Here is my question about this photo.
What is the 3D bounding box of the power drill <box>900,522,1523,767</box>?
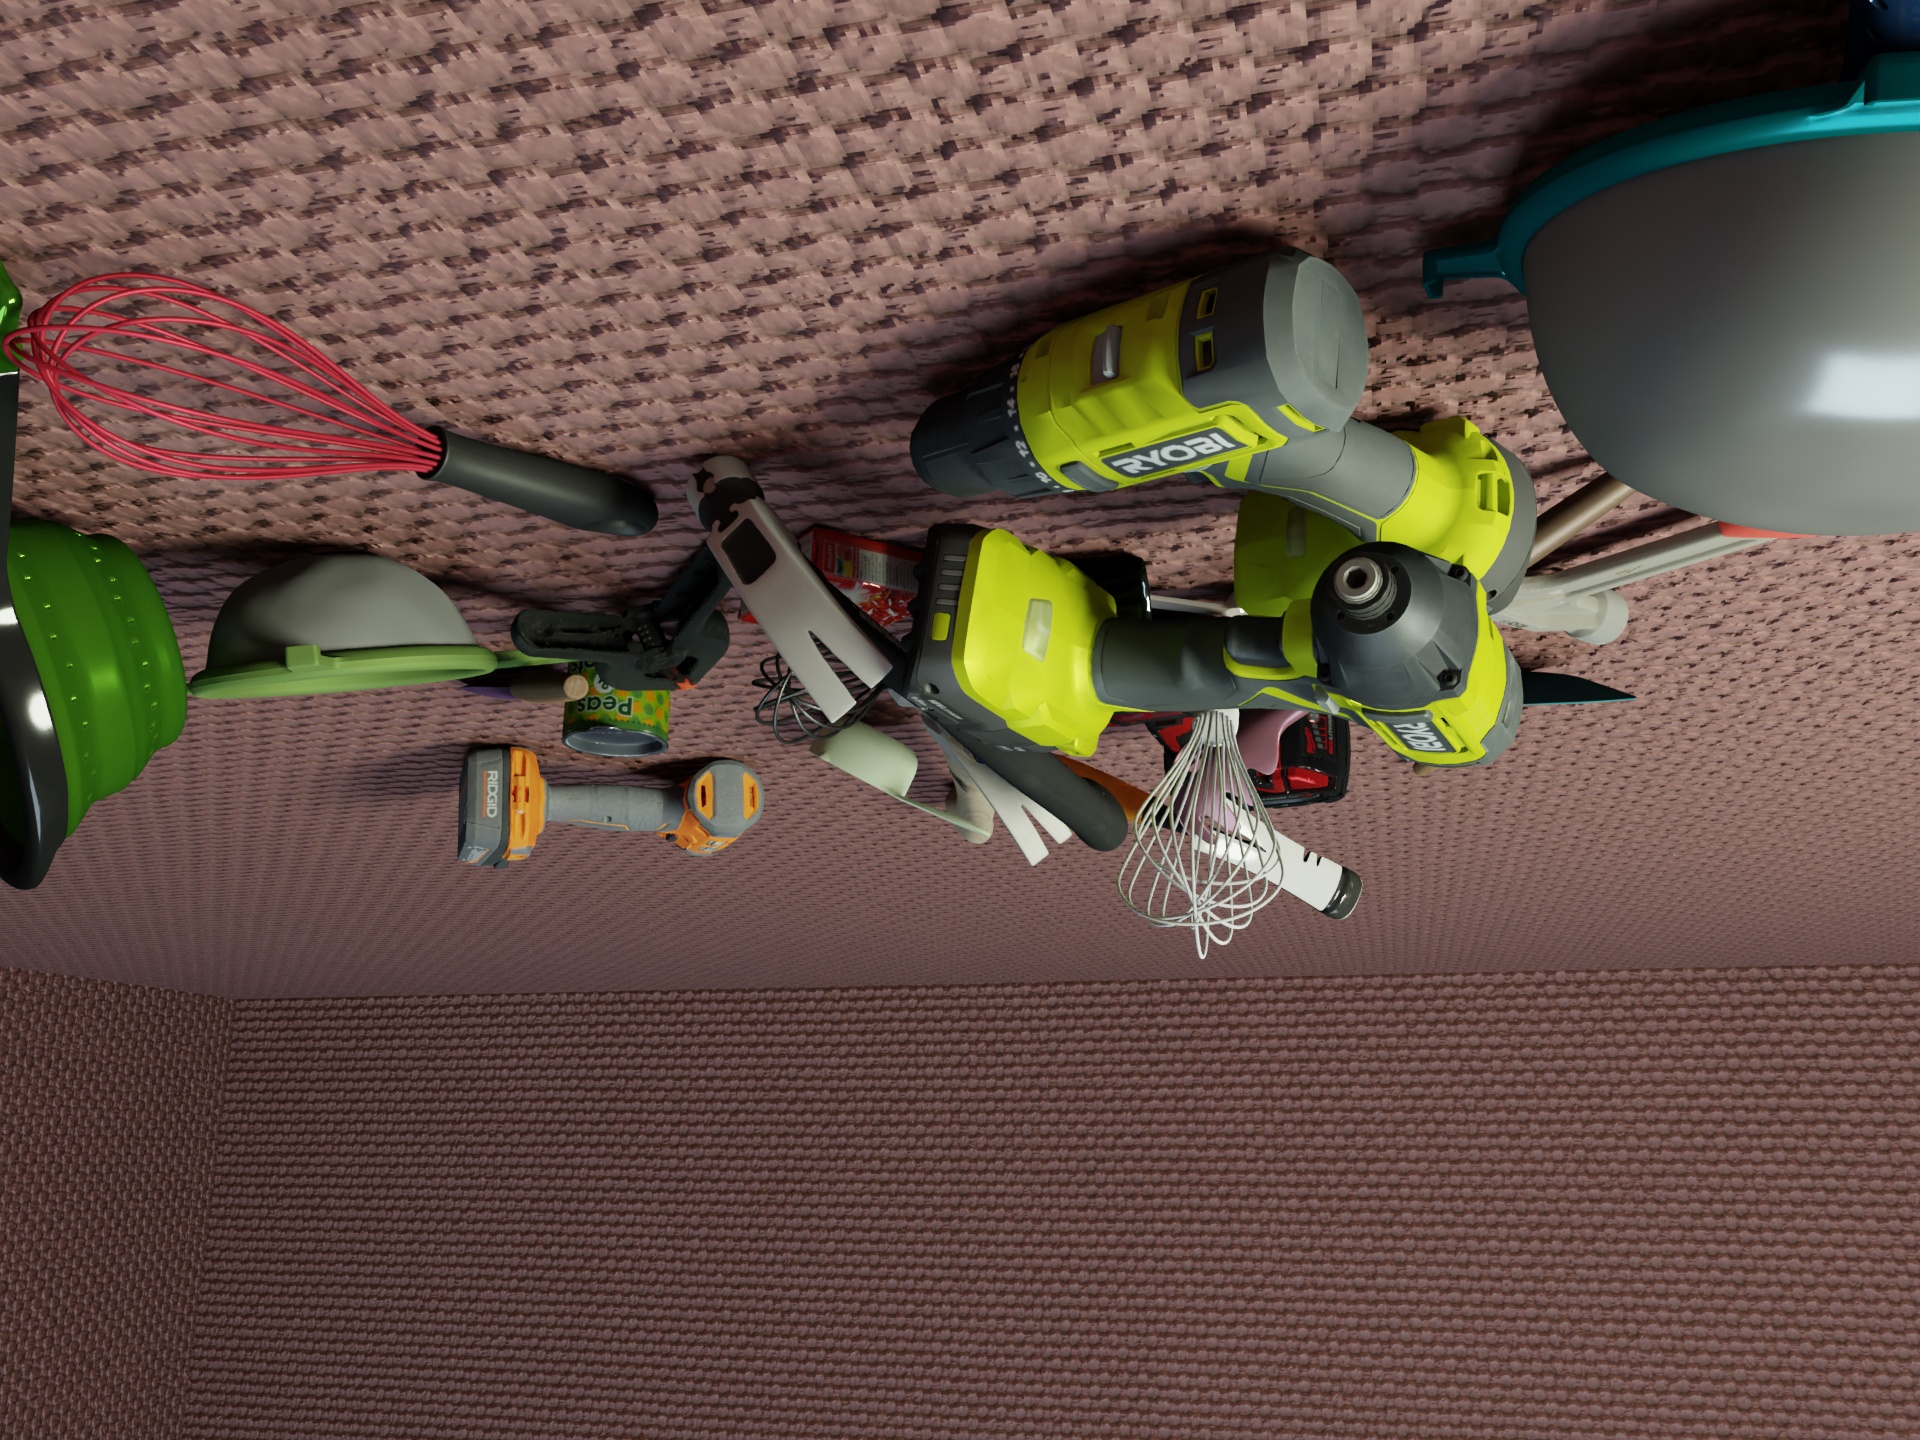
[{"bbox_3d":[0.096,-0.031,0.635,0.223,0.080,0.171,3,167,29],"label":"power drill"}]

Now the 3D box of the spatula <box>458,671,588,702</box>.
[{"bbox_3d":[-0.252,-0.019,0.936,0.059,0.018,0.316,2,180,-23],"label":"spatula"}]

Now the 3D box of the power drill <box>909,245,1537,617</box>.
[{"bbox_3d":[0.111,-0.101,0.650,0.190,0.080,0.228,-8,161,44],"label":"power drill"}]

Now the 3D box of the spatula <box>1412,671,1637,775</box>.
[{"bbox_3d":[0.361,0.008,1.094,0.082,0.044,0.317,-3,166,-1],"label":"spatula"}]

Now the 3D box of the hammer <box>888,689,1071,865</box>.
[{"bbox_3d":[0.016,0.059,1.168,0.038,0.146,0.410,-37,171,-6],"label":"hammer"}]

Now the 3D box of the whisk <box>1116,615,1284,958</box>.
[{"bbox_3d":[0.119,0.015,0.762,0.070,0.070,0.285,-4,-153,14],"label":"whisk"}]

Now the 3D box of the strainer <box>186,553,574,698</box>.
[{"bbox_3d":[-0.288,-0.057,0.868,0.151,0.069,0.256,-6,-178,40],"label":"strainer"}]

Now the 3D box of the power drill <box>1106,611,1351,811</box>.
[{"bbox_3d":[0.161,-0.008,0.990,0.143,0.079,0.219,-9,159,30],"label":"power drill"}]

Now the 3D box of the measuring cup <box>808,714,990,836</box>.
[{"bbox_3d":[-0.035,0.037,1.101,0.168,0.038,0.083,23,174,40],"label":"measuring cup"}]

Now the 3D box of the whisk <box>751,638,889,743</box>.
[{"bbox_3d":[-0.041,-0.025,0.873,0.055,0.055,0.239,-8,-176,26],"label":"whisk"}]

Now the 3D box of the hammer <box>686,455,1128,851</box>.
[{"bbox_3d":[-0.001,-0.003,0.795,0.035,0.146,0.334,-42,140,9],"label":"hammer"}]

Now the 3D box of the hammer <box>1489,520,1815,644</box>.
[{"bbox_3d":[0.391,-0.102,0.712,0.149,0.037,0.359,11,162,-34],"label":"hammer"}]

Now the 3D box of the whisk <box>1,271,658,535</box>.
[{"bbox_3d":[-0.234,-0.115,0.651,0.073,0.073,0.295,-10,168,33],"label":"whisk"}]

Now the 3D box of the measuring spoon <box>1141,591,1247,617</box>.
[{"bbox_3d":[0.118,-0.071,0.878,0.124,0.018,0.034,7,171,2],"label":"measuring spoon"}]

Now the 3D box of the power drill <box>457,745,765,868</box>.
[{"bbox_3d":[-0.287,0.075,1.289,0.226,0.084,0.164,2,165,-20],"label":"power drill"}]

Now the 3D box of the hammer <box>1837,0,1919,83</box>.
[{"bbox_3d":[0.178,-0.224,0.276,0.144,0.035,0.405,-8,163,28],"label":"hammer"}]

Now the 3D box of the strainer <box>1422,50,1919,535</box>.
[{"bbox_3d":[0.331,-0.100,0.514,0.340,0.095,0.211,9,177,-20],"label":"strainer"}]

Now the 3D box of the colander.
[{"bbox_3d":[-0.404,-0.069,0.713,0.094,0.204,0.397,-22,164,-41],"label":"colander"}]

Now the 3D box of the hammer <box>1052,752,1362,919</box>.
[{"bbox_3d":[0.106,0.052,1.046,0.127,0.034,0.337,28,176,-31],"label":"hammer"}]

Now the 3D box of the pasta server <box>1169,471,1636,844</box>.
[{"bbox_3d":[0.214,-0.034,0.788,0.040,0.060,0.316,31,129,-27],"label":"pasta server"}]
